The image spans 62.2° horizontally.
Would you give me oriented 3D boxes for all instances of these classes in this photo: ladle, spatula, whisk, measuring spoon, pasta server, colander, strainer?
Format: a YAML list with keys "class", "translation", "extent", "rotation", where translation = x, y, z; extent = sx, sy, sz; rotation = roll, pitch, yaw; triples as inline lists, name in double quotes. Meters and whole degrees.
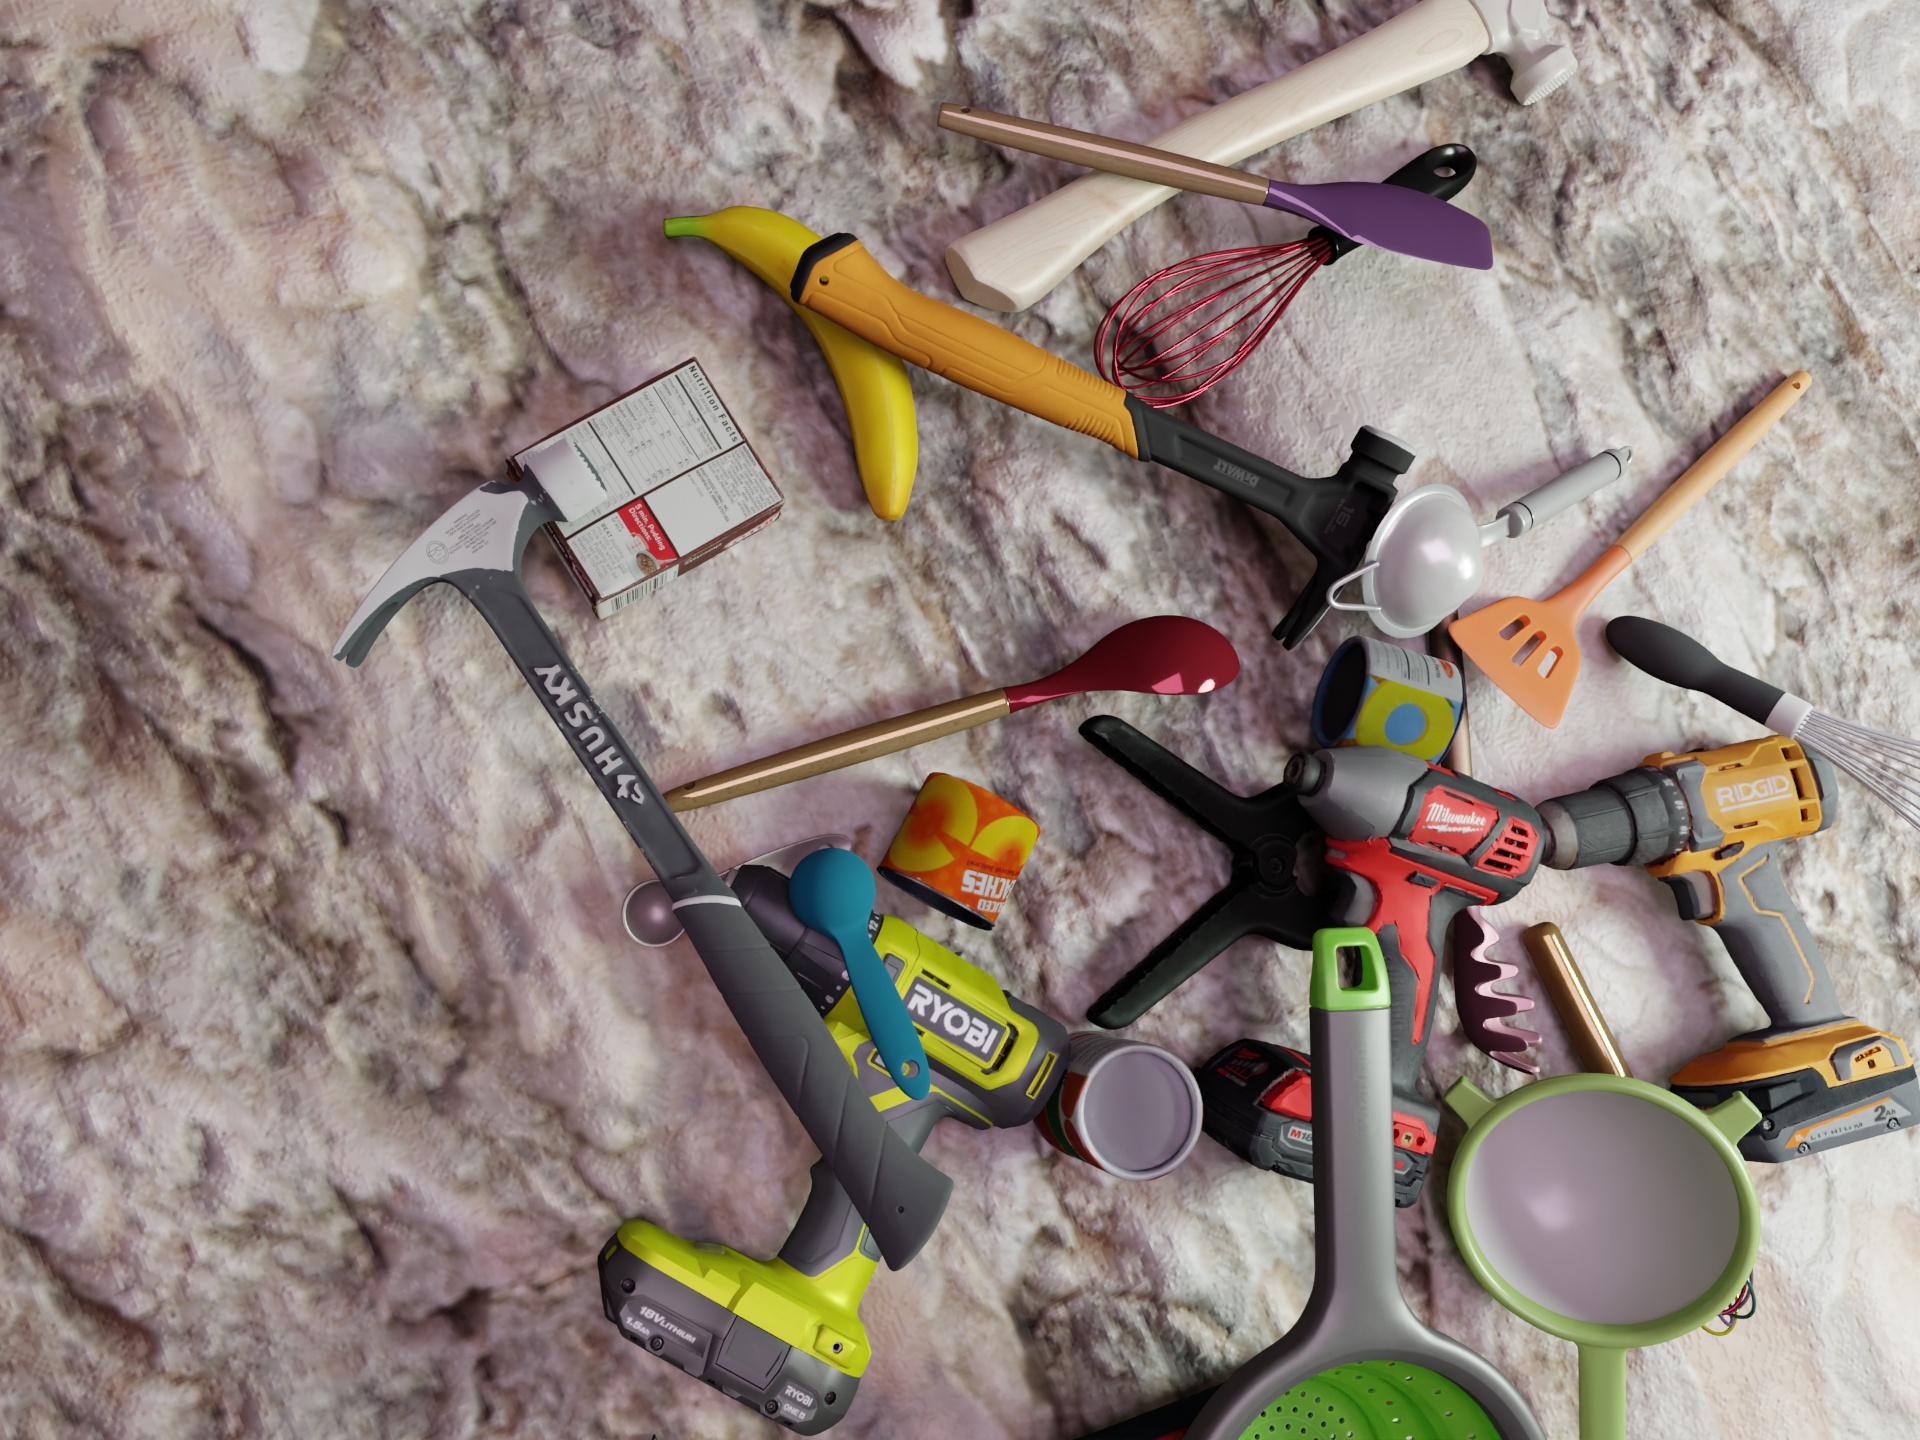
- class: "ladle"
  translation: [-0.001, -0.003, 0.831]
  extent: [0.315, 0.069, 0.031]
  rotation: [-17, 127, -10]
- class: "spatula"
  translation: [0.142, -0.297, 0.872]
  extent: [0.316, 0.018, 0.060]
  rotation: [11, 55, -6]
- class: "whisk"
  translation: [0.191, -0.261, 0.902]
  extent: [0.296, 0.073, 0.073]
  rotation: [-34, 91, -21]
- class: "measuring spoon"
  translation: [-0.113, 0.081, 0.809]
  extent: [0.124, 0.018, 0.034]
  rotation: [-18, 102, -21]
- class: "measuring spoon"
  translation: [-0.042, 0.116, 0.745]
  extent: [0.042, 0.021, 0.129]
  rotation: [-20, 73, -18]
- class: "pasta server"
  translation: [0.288, 0.037, 0.894]
  extent: [0.040, 0.060, 0.316]
  rotation: [-7, 80, 27]
- class: "colander"
  translation: [0.171, 0.296, 0.757]
  extent: [0.204, 0.094, 0.397]
  rotation: [0, 87, -15]
- class: "spatula"
  translation: [0.410, -0.115, 0.940]
  extent: [0.322, 0.041, 0.081]
  rotation: [-41, 81, -16]
- class: "whisk"
  translation: [0.376, 0.227, 0.888]
  extent: [0.047, 0.051, 0.245]
  rotation: [-24, 86, -9]
- class: "whisk"
  translation: [0.485, 0.014, 0.872]
  extent: [0.285, 0.070, 0.070]
  rotation: [34, 74, 30]
- class: "strainer"
  translation: [0.344, 0.301, 0.858]
  extent: [0.151, 0.069, 0.256]
  rotation: [-1, 101, 19]
- class: "strainer"
  translation: [0.308, -0.111, 0.894]
  extent: [0.258, 0.050, 0.086]
  rotation: [-28, 122, -30]

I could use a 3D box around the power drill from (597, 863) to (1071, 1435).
- class: "power drill"
  translation: [-0.077, 0.199, 0.769]
  extent: [0.190, 0.080, 0.228]
  rotation: [32, 74, -8]

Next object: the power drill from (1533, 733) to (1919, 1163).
- class: "power drill"
  translation: [0.423, 0.128, 0.893]
  extent: [0.185, 0.084, 0.226]
  rotation: [-9, 80, -14]

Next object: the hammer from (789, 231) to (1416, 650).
- class: "hammer"
  translation: [0.066, -0.156, 0.832]
  extent: [0.336, 0.034, 0.127]
  rotation: [23, 107, -12]

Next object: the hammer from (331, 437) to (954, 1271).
- class: "hammer"
  translation: [-0.133, 0.071, 0.734]
  extent: [0.149, 0.036, 0.409]
  rotation: [-34, 83, -6]

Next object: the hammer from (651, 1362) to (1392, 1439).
- class: "hammer"
  translation: [0.040, 0.367, 0.793]
  extent: [0.386, 0.038, 0.143]
  rotation: [-15, 85, -14]

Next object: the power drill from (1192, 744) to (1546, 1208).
- class: "power drill"
  translation: [0.203, 0.123, 0.817]
  extent: [0.143, 0.078, 0.220]
  rotation: [20, 88, -19]

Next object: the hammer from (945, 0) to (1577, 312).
- class: "hammer"
  translation: [0.165, -0.353, 0.917]
  extent: [0.410, 0.038, 0.146]
  rotation: [-31, 89, -15]
